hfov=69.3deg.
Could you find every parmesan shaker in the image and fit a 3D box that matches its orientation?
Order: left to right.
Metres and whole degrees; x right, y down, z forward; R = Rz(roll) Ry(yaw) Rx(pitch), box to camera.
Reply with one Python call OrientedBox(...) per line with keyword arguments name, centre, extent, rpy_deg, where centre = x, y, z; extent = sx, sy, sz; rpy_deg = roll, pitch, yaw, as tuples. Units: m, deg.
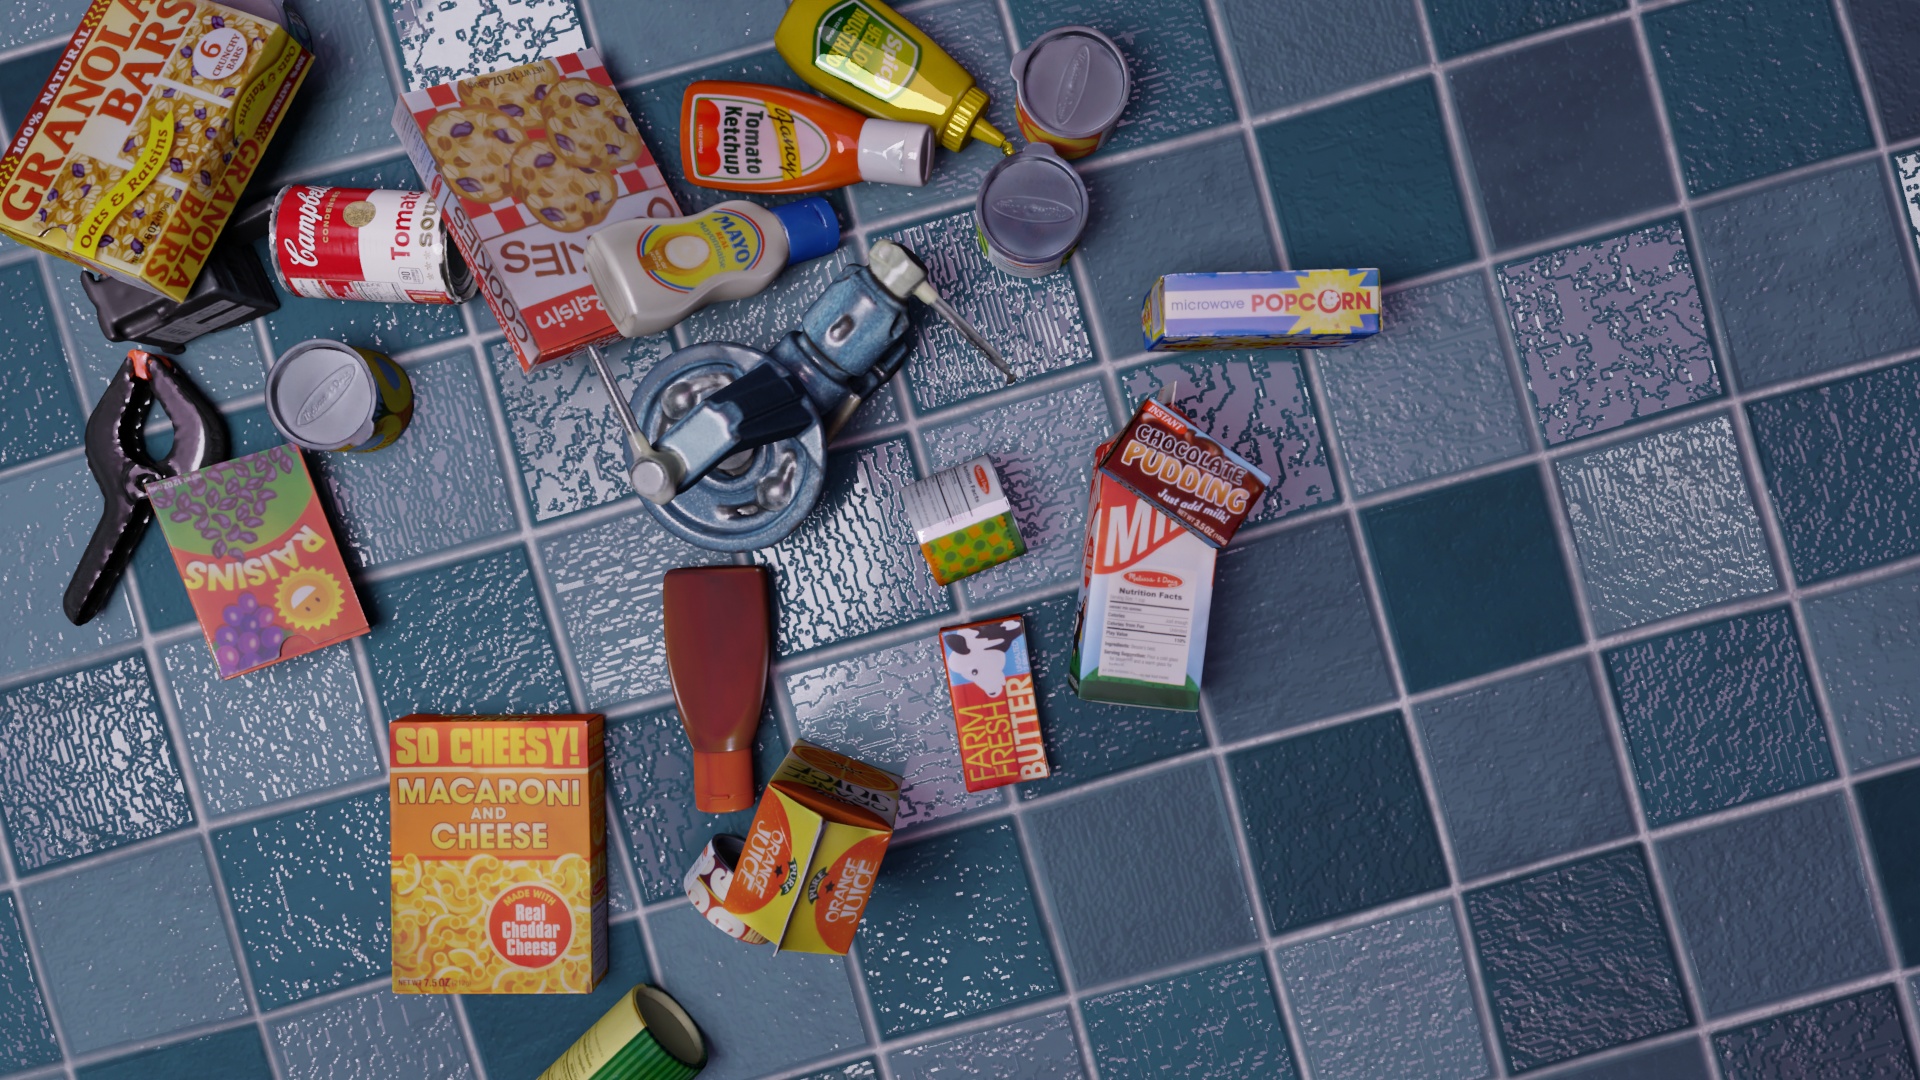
OrientedBox(name="parmesan shaker", centre=(-0.212, 0.331, 0.842), extent=(0.103, 0.071, 0.071), rpy_deg=(-43, 91, 1))

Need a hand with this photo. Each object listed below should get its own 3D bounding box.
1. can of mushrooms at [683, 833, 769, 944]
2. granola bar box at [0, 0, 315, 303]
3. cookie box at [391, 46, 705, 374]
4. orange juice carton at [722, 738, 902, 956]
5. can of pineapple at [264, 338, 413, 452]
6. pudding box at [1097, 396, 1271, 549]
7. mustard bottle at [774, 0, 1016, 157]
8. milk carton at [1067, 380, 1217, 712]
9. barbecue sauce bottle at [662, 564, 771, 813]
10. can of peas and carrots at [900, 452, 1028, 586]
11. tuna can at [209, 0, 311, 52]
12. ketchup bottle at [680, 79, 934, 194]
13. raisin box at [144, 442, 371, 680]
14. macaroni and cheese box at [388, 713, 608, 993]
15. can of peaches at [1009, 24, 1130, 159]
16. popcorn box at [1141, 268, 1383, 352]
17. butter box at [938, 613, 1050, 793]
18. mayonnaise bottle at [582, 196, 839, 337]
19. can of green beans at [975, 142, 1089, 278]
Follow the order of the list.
OrientedBox(name="can of mushrooms", centre=(-0.130, 0.212, 0.842), extent=(0.071, 0.071, 0.033), rpy_deg=(36, 92, 0))
OrientedBox(name="granola bar box", centre=(-0.465, -0.232, 0.793), extent=(0.124, 0.039, 0.166), rpy_deg=(20, 80, 13))
OrientedBox(name="cookie box", centre=(-0.235, -0.196, 0.819), extent=(0.123, 0.040, 0.167), rpy_deg=(-28, 91, -33))
OrientedBox(name="orange juice carton", centre=(-0.081, 0.171, 0.778), extent=(0.073, 0.193, 0.072), rpy_deg=(21, 91, -1))
OrientedBox(name="can of pineapple", centre=(-0.374, -0.085, 0.842), extent=(0.071, 0.058, 0.071), rpy_deg=(0, 92, 1))
OrientedBox(name="pudding box", centre=(0.126, -0.038, 0.781), extent=(0.084, 0.030, 0.049), rpy_deg=(34, 89, -1))
OrientedBox(name="mustard bottle", centre=(-0.033, -0.278, 0.840), extent=(0.160, 0.049, 0.065), rpy_deg=(31, 97, 0))
OrientedBox(name="milk carton", centre=(0.113, 0.001, 0.834), extent=(0.073, 0.072, 0.190), rpy_deg=(6, 92, -1))
OrientedBox(name="barbecue sauce bottle", centre=(-0.147, 0.090, 0.851), extent=(0.065, 0.043, 0.148), rpy_deg=(-2, 92, 1))
OrientedBox(name="can of peas and carrots", centre=(0.003, -0.011, 0.839), extent=(0.059, 0.071, 0.071), rpy_deg=(-22, 91, 1))
OrientedBox(name="tuna can", centre=(-0.435, -0.307, 0.851), extent=(0.071, 0.033, 0.071), rpy_deg=(0, 91, 1))
OrientedBox(name="ketchup bottle", centre=(-0.091, -0.237, 0.830), extent=(0.149, 0.044, 0.064), rpy_deg=(9, 111, 11))
OrientedBox(name="raisin box", centre=(-0.420, 0.012, 0.834), extent=(0.086, 0.040, 0.123), rpy_deg=(-21, 96, -27))
OrientedBox(name="macaroni and cheese box", centre=(-0.284, 0.191, 0.856), extent=(0.124, 0.040, 0.166), rpy_deg=(0, 92, 1))
OrientedBox(name="can of peaches", centre=(0.064, -0.269, 0.836), extent=(0.071, 0.058, 0.071), rpy_deg=(0, 92, 1))
OrientedBox(name="popcorn box", centre=(0.175, -0.135, 0.824), extent=(0.127, 0.085, 0.038), rpy_deg=(-1, 91, 1))
OrientedBox(name="butter box", centre=(0.021, 0.101, 0.860), extent=(0.053, 0.024, 0.103), rpy_deg=(-10, 91, 0))
OrientedBox(name="mayonnaise bottle", centre=(-0.141, -0.168, 0.813), extent=(0.149, 0.041, 0.065), rpy_deg=(-25, 85, -32))
OrientedBox(name="can of green beans", centre=(0.043, -0.195, 0.837), extent=(0.071, 0.058, 0.071), rpy_deg=(0, 91, 1))
